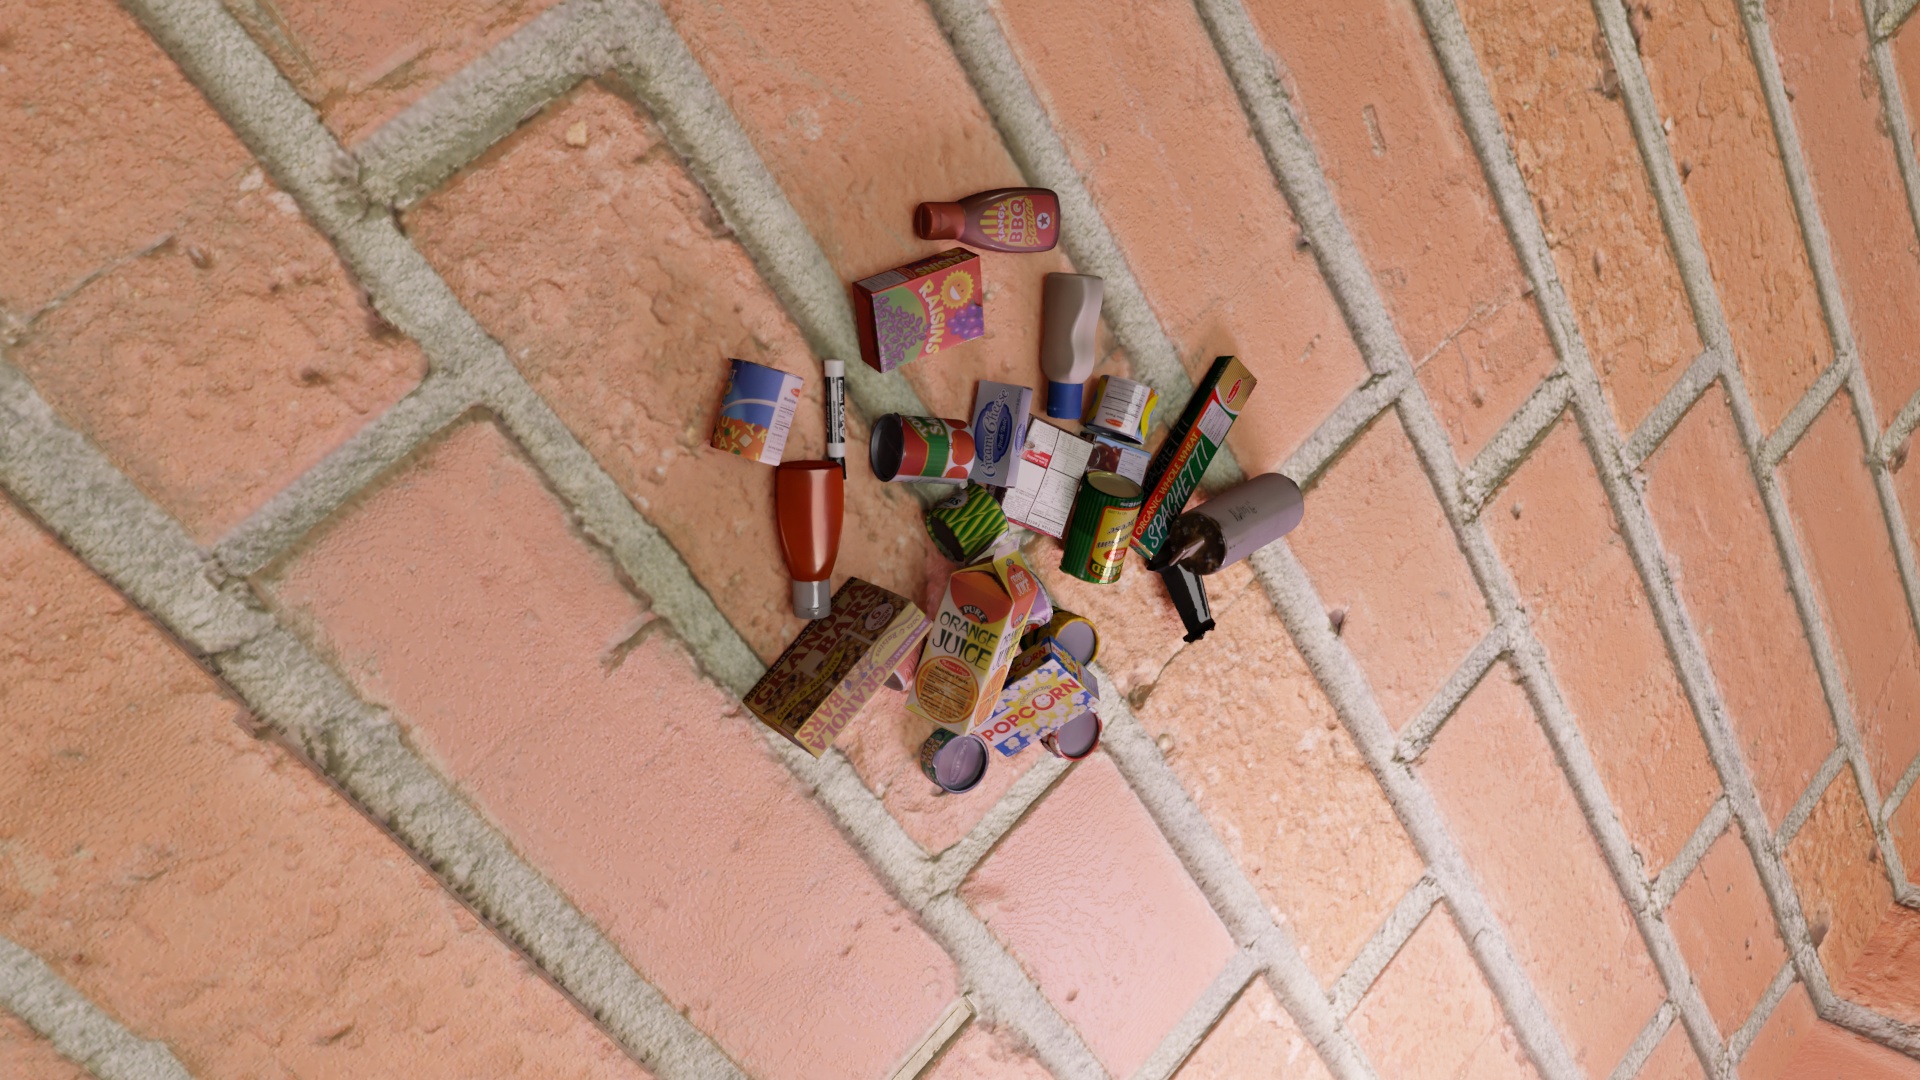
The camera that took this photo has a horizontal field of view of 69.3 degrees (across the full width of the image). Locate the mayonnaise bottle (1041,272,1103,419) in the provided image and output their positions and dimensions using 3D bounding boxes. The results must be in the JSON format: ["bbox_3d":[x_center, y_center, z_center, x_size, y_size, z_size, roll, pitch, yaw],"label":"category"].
[{"bbox_3d":[0.112,-0.201,1.436,0.041,0.065,0.147,-7,107,-39],"label":"mayonnaise bottle"}]

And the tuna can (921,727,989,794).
[{"bbox_3d":[-0.008,0.229,1.454,0.071,0.033,0.071,-6,102,-31],"label":"tuna can"}]

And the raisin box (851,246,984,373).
[{"bbox_3d":[-0.038,-0.223,1.336,0.124,0.040,0.085,-24,128,-26],"label":"raisin box"}]

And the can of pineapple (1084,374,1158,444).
[{"bbox_3d":[0.172,-0.139,1.481,0.071,0.071,0.058,19,89,-33],"label":"can of pineapple"}]

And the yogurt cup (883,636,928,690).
[{"bbox_3d":[-0.068,0.108,1.378,0.054,0.072,0.072,-52,121,-23],"label":"yogurt cup"}]

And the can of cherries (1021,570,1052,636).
[{"bbox_3d":[0.054,0.071,1.442,0.058,0.071,0.071,-26,112,-25],"label":"can of cherries"}]

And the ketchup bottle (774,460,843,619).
[{"bbox_3d":[-0.143,-0.001,1.320,0.065,0.043,0.148,-2,102,-11],"label":"ketchup bottle"}]

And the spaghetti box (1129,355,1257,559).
[{"bbox_3d":[0.252,-0.095,1.550,0.050,0.028,0.251,41,73,-29],"label":"spaghetti box"}]

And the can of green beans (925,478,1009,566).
[{"bbox_3d":[0.006,-0.016,1.399,0.058,0.071,0.071,-35,115,-21],"label":"can of green beans"}]

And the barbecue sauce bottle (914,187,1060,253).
[{"bbox_3d":[0.027,-0.316,1.370,0.149,0.044,0.064,-8,109,-30],"label":"barbecue sauce bottle"}]

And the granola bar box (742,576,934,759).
[{"bbox_3d":[-0.118,0.115,1.311,0.166,0.124,0.039,-49,120,-15],"label":"granola bar box"}]

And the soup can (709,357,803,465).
[{"bbox_3d":[-0.188,-0.117,1.262,0.071,0.071,0.083,15,91,-33],"label":"soup can"}]

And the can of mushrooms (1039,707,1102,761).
[{"bbox_3d":[0.122,0.210,1.531,0.071,0.033,0.071,-6,102,-32],"label":"can of mushrooms"}]

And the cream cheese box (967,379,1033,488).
[{"bbox_3d":[0.037,-0.108,1.407,0.024,0.053,0.103,2,99,-60],"label":"cream cheese box"}]

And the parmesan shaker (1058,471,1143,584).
[{"bbox_3d":[0.148,-0.013,1.469,0.071,0.071,0.102,-4,121,-31],"label":"parmesan shaker"}]

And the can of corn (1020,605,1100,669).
[{"bbox_3d":[0.107,0.105,1.488,0.071,0.058,0.071,-7,103,-31],"label":"can of corn"}]

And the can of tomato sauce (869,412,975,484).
[{"bbox_3d":[-0.037,-0.090,1.358,0.083,0.071,0.071,1,98,-33],"label":"can of tomato sauce"}]

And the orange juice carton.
[{"bbox_3d":[0.017,0.088,1.373,0.072,0.073,0.192,-21,133,-66],"label":"orange juice carton"}]

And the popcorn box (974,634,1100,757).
[{"bbox_3d":[0.070,0.164,1.449,0.126,0.038,0.085,-35,122,20],"label":"popcorn box"}]

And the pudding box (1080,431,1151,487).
[{"bbox_3d":[0.163,-0.084,1.505,0.084,0.030,0.049,15,92,-33],"label":"pudding box"}]
